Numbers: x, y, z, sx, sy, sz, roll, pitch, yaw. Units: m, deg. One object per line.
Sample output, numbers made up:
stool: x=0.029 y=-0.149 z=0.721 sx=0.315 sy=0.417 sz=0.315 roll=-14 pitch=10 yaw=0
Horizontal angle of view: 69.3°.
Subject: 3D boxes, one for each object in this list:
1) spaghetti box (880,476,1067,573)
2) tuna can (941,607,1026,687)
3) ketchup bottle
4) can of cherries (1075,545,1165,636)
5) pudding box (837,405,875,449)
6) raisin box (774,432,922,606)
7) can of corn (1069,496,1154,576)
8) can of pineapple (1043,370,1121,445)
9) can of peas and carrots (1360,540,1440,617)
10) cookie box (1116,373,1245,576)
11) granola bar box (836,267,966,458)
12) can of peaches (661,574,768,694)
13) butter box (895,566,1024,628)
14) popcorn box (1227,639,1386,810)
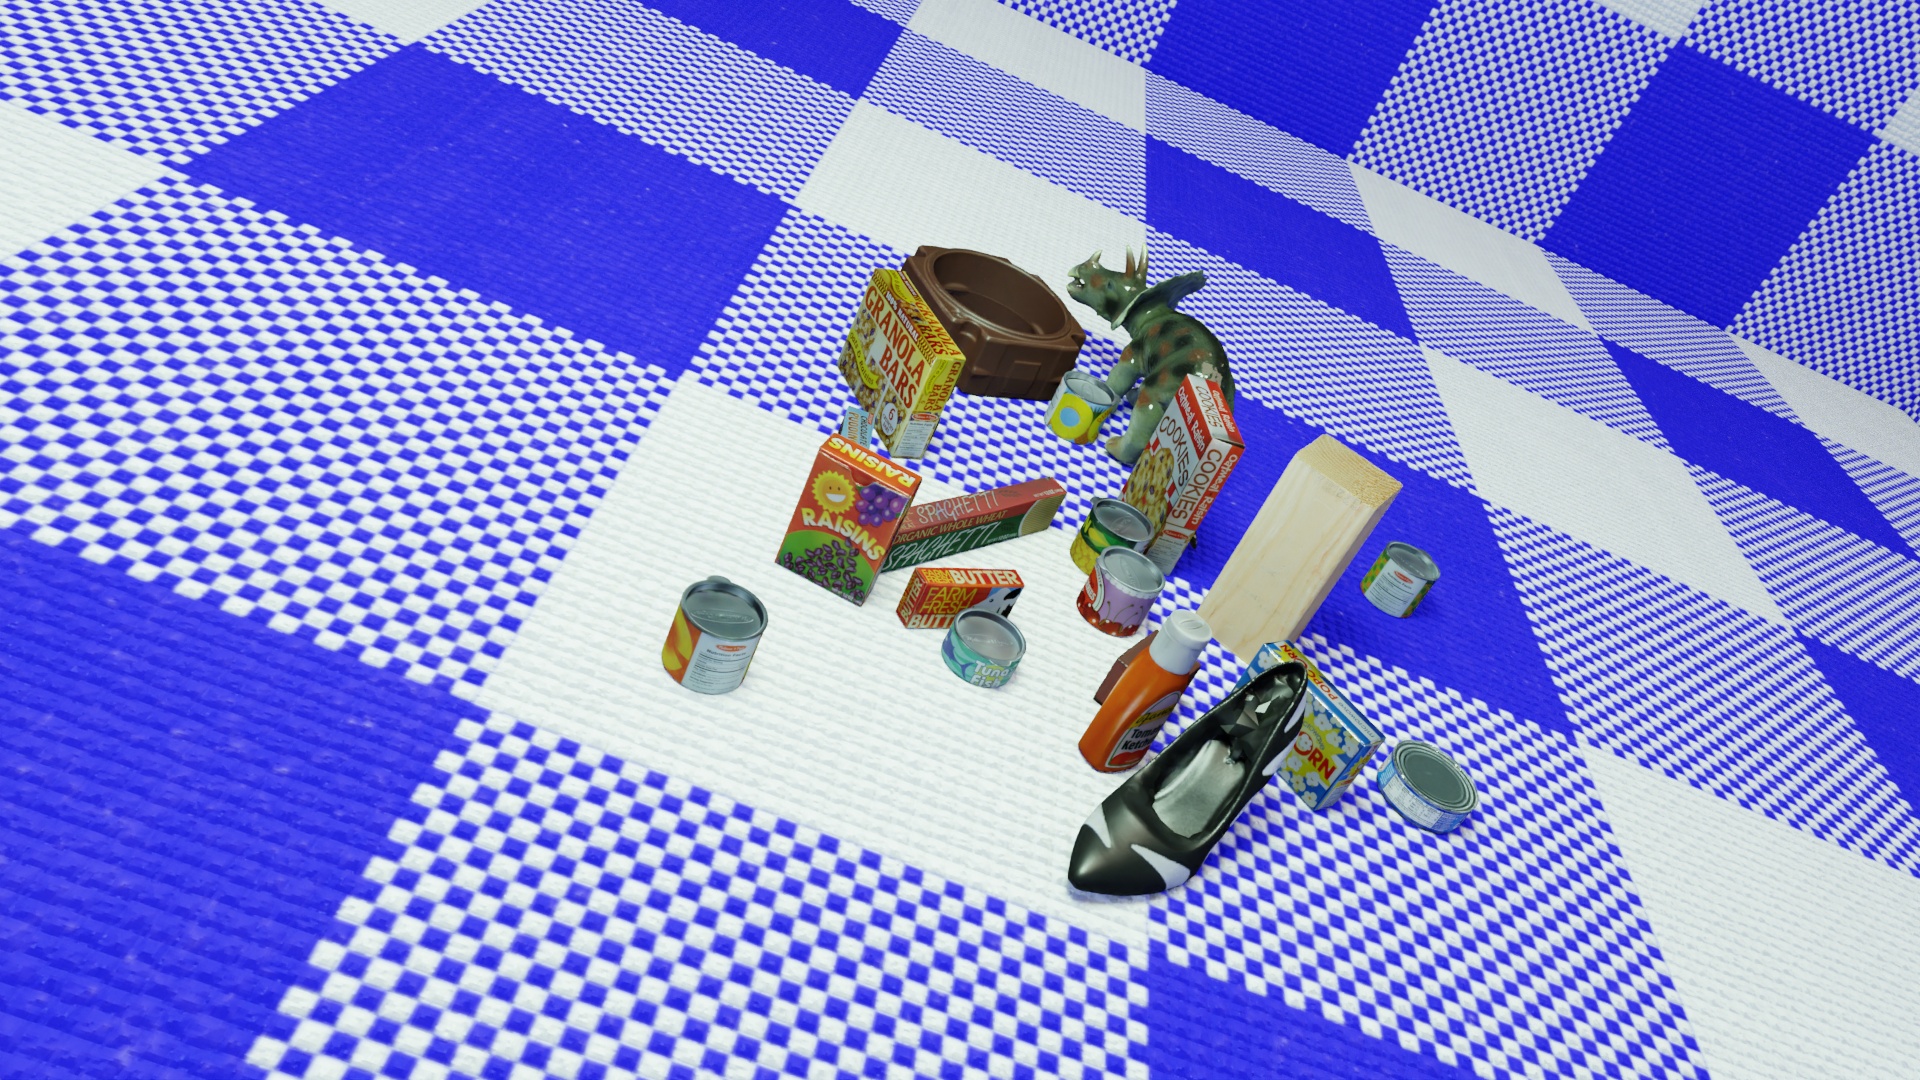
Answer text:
spaghetti box: x=0.005 y=-0.016 z=1.293 sx=0.251 sy=0.050 sz=0.029 roll=-14 pitch=50 yaw=-46
tuna can: x=0.020 y=0.092 z=1.167 sx=0.071 sy=0.032 sz=0.071 roll=18 pitch=33 yaw=-12
ketchup bottle: x=0.150 y=0.120 z=1.109 sx=0.065 sy=0.148 sz=0.044 roll=-6 pitch=44 yaw=-40
can of cherries: x=0.147 y=0.047 z=1.295 sx=0.071 sy=0.058 sz=0.072 roll=18 pitch=33 yaw=-12
pudding box: x=-0.105 y=-0.085 z=1.316 sx=0.030 sy=0.049 sz=0.084 roll=20 pitch=33 yaw=-10
raisin box: x=-0.095 y=-0.017 z=1.157 sx=0.086 sy=0.122 sz=0.040 roll=28 pitch=32 yaw=3
can of corn: x=0.146 y=-0.001 z=1.362 sx=0.071 sy=0.058 sz=0.071 roll=18 pitch=33 yaw=-12
can of pineapple: x=0.136 y=-0.148 z=1.565 sx=0.071 sy=0.057 sz=0.071 roll=18 pitch=33 yaw=-12
can of peas and carrots: x=0.487 y=0.042 z=1.537 sx=0.071 sy=0.058 sz=0.071 roll=18 pitch=33 yaw=-12
cookie box: x=0.221 y=-0.067 z=1.407 sx=0.040 sy=0.166 sz=0.123 roll=16 pitch=34 yaw=-16
granola bar box: x=-0.062 y=-0.181 z=1.412 sx=0.039 sy=0.123 sz=0.166 roll=2 pitch=39 yaw=-33
can of peaches: x=-0.183 y=0.070 z=1.033 sx=0.071 sy=0.057 sz=0.071 roll=18 pitch=33 yaw=-12
butter box: x=0.000 y=0.050 z=1.194 sx=0.104 sy=0.052 sz=0.024 roll=3 pitch=39 yaw=-32
popcorn box: x=0.297 y=0.160 z=1.213 sx=0.038 sy=0.084 sz=0.127 roll=-8 pitch=45 yaw=-42
